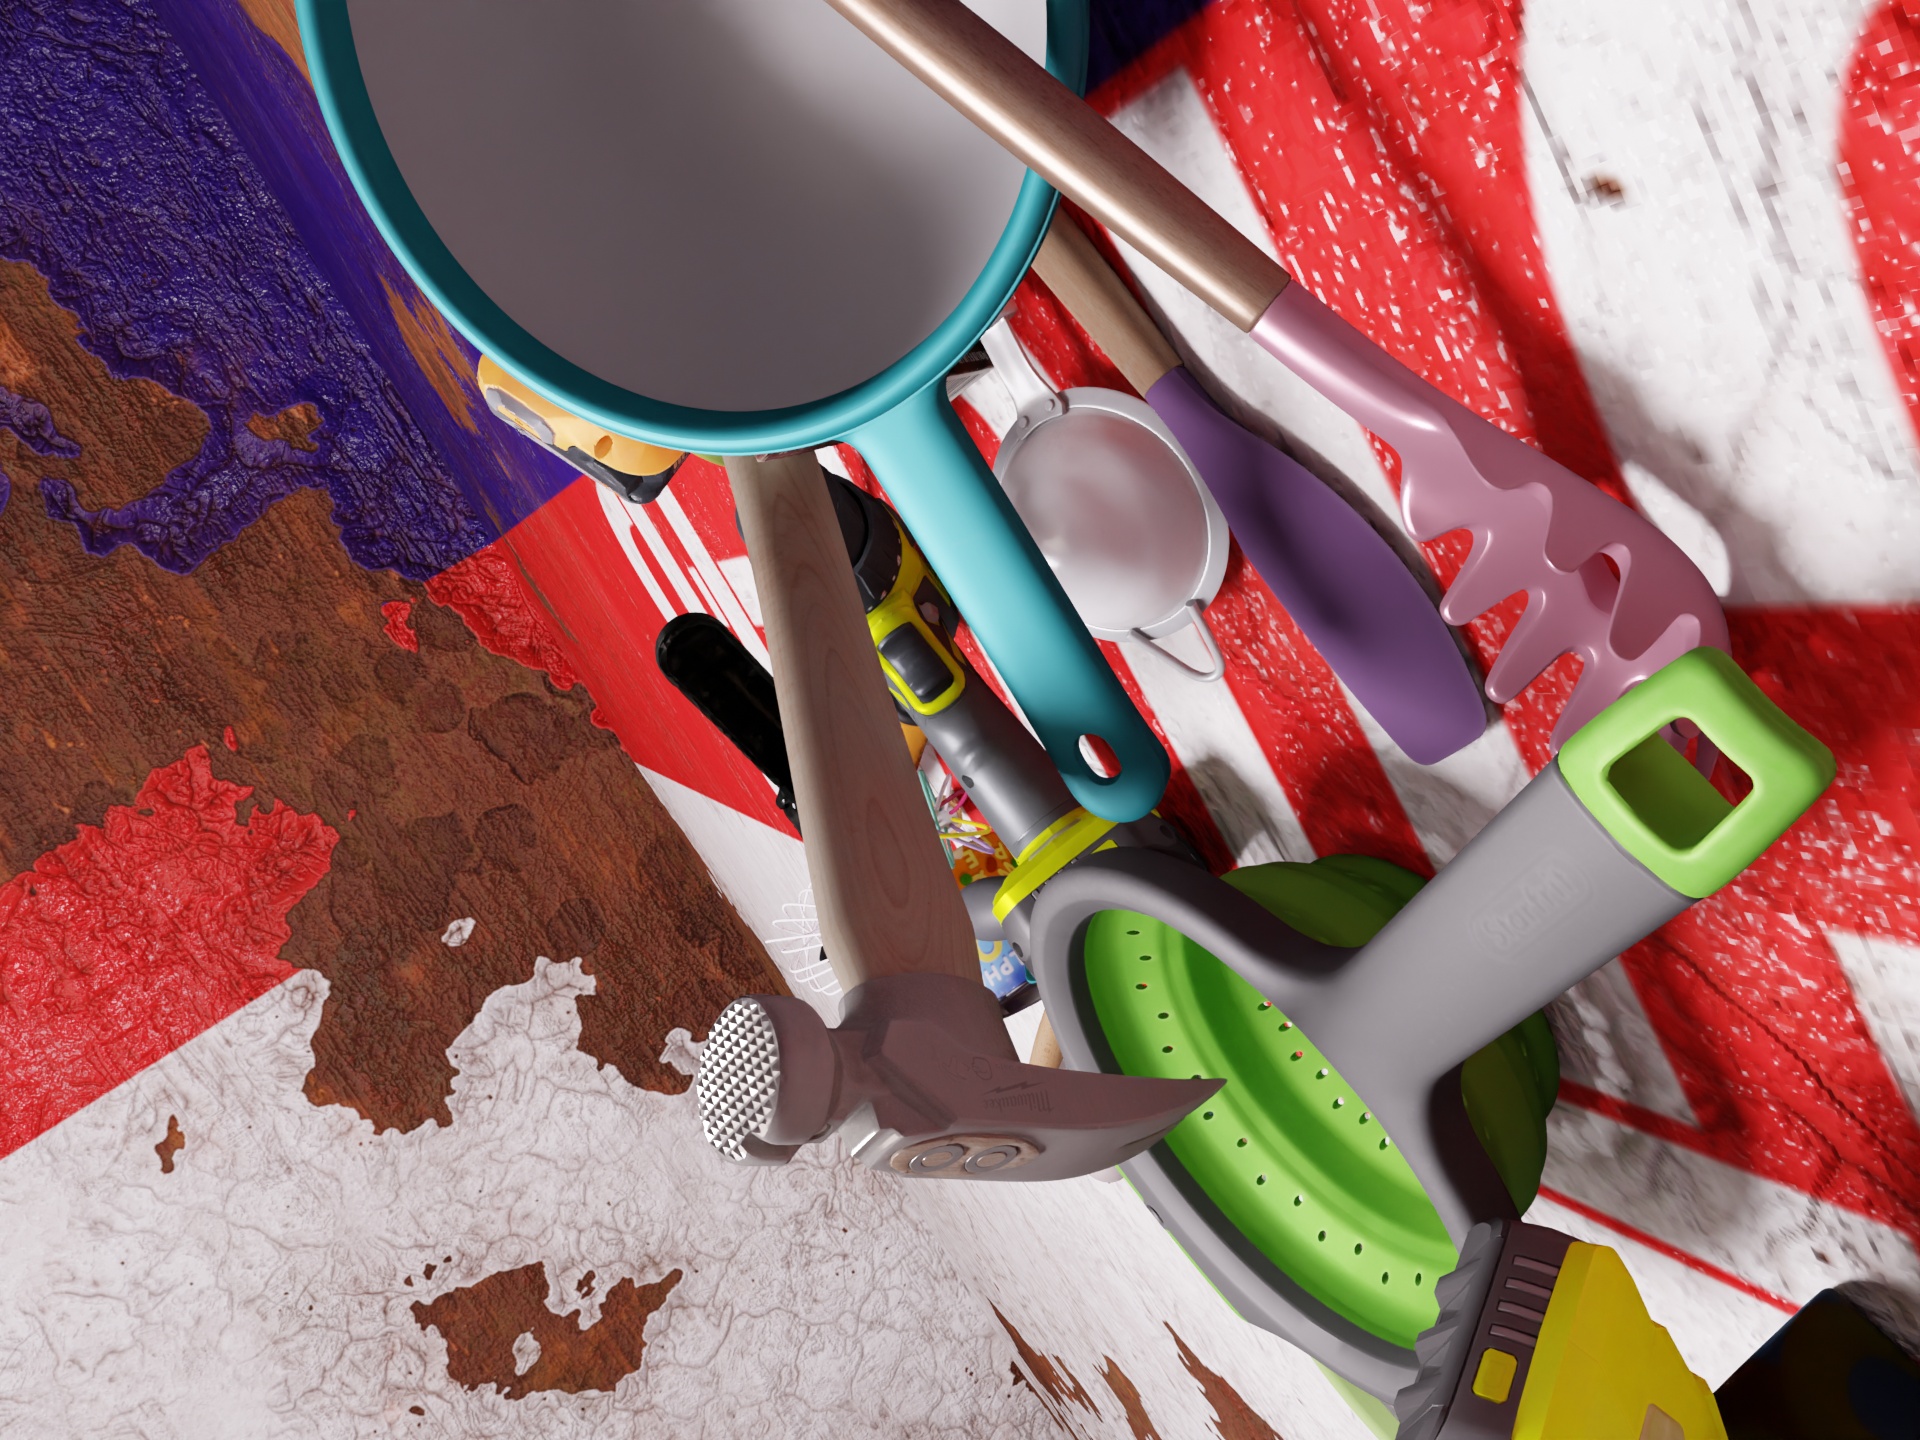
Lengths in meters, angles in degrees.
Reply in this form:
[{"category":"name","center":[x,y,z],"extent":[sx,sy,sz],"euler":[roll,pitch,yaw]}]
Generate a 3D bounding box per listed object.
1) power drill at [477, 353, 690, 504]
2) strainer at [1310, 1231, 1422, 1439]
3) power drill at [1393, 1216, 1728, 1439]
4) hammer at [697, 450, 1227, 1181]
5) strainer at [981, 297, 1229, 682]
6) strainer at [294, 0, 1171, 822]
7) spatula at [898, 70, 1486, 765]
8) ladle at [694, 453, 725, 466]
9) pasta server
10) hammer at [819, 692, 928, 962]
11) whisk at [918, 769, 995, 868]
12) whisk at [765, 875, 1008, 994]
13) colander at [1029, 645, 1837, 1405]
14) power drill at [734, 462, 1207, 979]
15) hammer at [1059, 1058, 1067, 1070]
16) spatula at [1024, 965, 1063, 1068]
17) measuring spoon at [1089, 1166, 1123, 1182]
[{"category":"power drill","center":[-0.167,-0.186,0.800],"extent":[0.185,0.084,0.226],"euler":[33,164,-2]},{"category":"strainer","center":[0.165,0.225,0.678],"extent":[0.257,0.069,0.151],"euler":[42,161,44]},{"category":"power drill","center":[0.208,0.172,0.311],"extent":[0.223,0.080,0.171],"euler":[-3,125,39]},{"category":"hammer","center":[-0.044,-0.048,0.509],"extent":[0.038,0.146,0.411],"euler":[-49,44,33]},{"category":"strainer","center":[0.009,-0.120,0.498],"extent":[0.087,0.050,0.258],"euler":[-27,91,44]},{"category":"strainer","center":[-0.025,-0.131,0.428],"extent":[0.211,0.095,0.340],"euler":[-23,107,31]},{"category":"spatula","center":[0.043,-0.118,0.456],"extent":[0.316,0.018,0.059],"euler":[53,160,9]},{"category":"ladle","center":[-0.078,-0.085,0.751],"extent":[0.319,0.062,0.078],"euler":[67,-179,-64]},{"category":"pasta server","center":[0.040,-0.099,0.338],"extent":[0.316,0.040,0.060],"euler":[40,172,1]},{"category":"hammer","center":[-0.050,0.051,0.958],"extent":[0.336,0.034,0.127],"euler":[115,159,-67]},{"category":"whisk","center":[-0.014,0.051,0.831],"extent":[0.051,0.047,0.245],"euler":[60,179,1]},{"category":"whisk","center":[-0.031,0.107,0.829],"extent":[0.070,0.070,0.284],"euler":[58,152,-6]},{"category":"colander","center":[0.132,0.073,0.445],"extent":[0.205,0.094,0.396],"euler":[50,157,17]},{"category":"power drill","center":[-0.001,-0.002,0.643],"extent":[0.229,0.080,0.190],"euler":[52,-178,15]},{"category":"hammer","center":[0.187,0.332,0.888],"extent":[0.409,0.036,0.149],"euler":[42,160,42]},{"category":"spatula","center":[0.056,0.162,0.842],"extent":[0.317,0.082,0.044],"euler":[96,157,-61]},{"category":"measuring spoon","center":[0.077,0.209,0.913],"extent":[0.034,0.018,0.124],"euler":[9,107,48]}]
